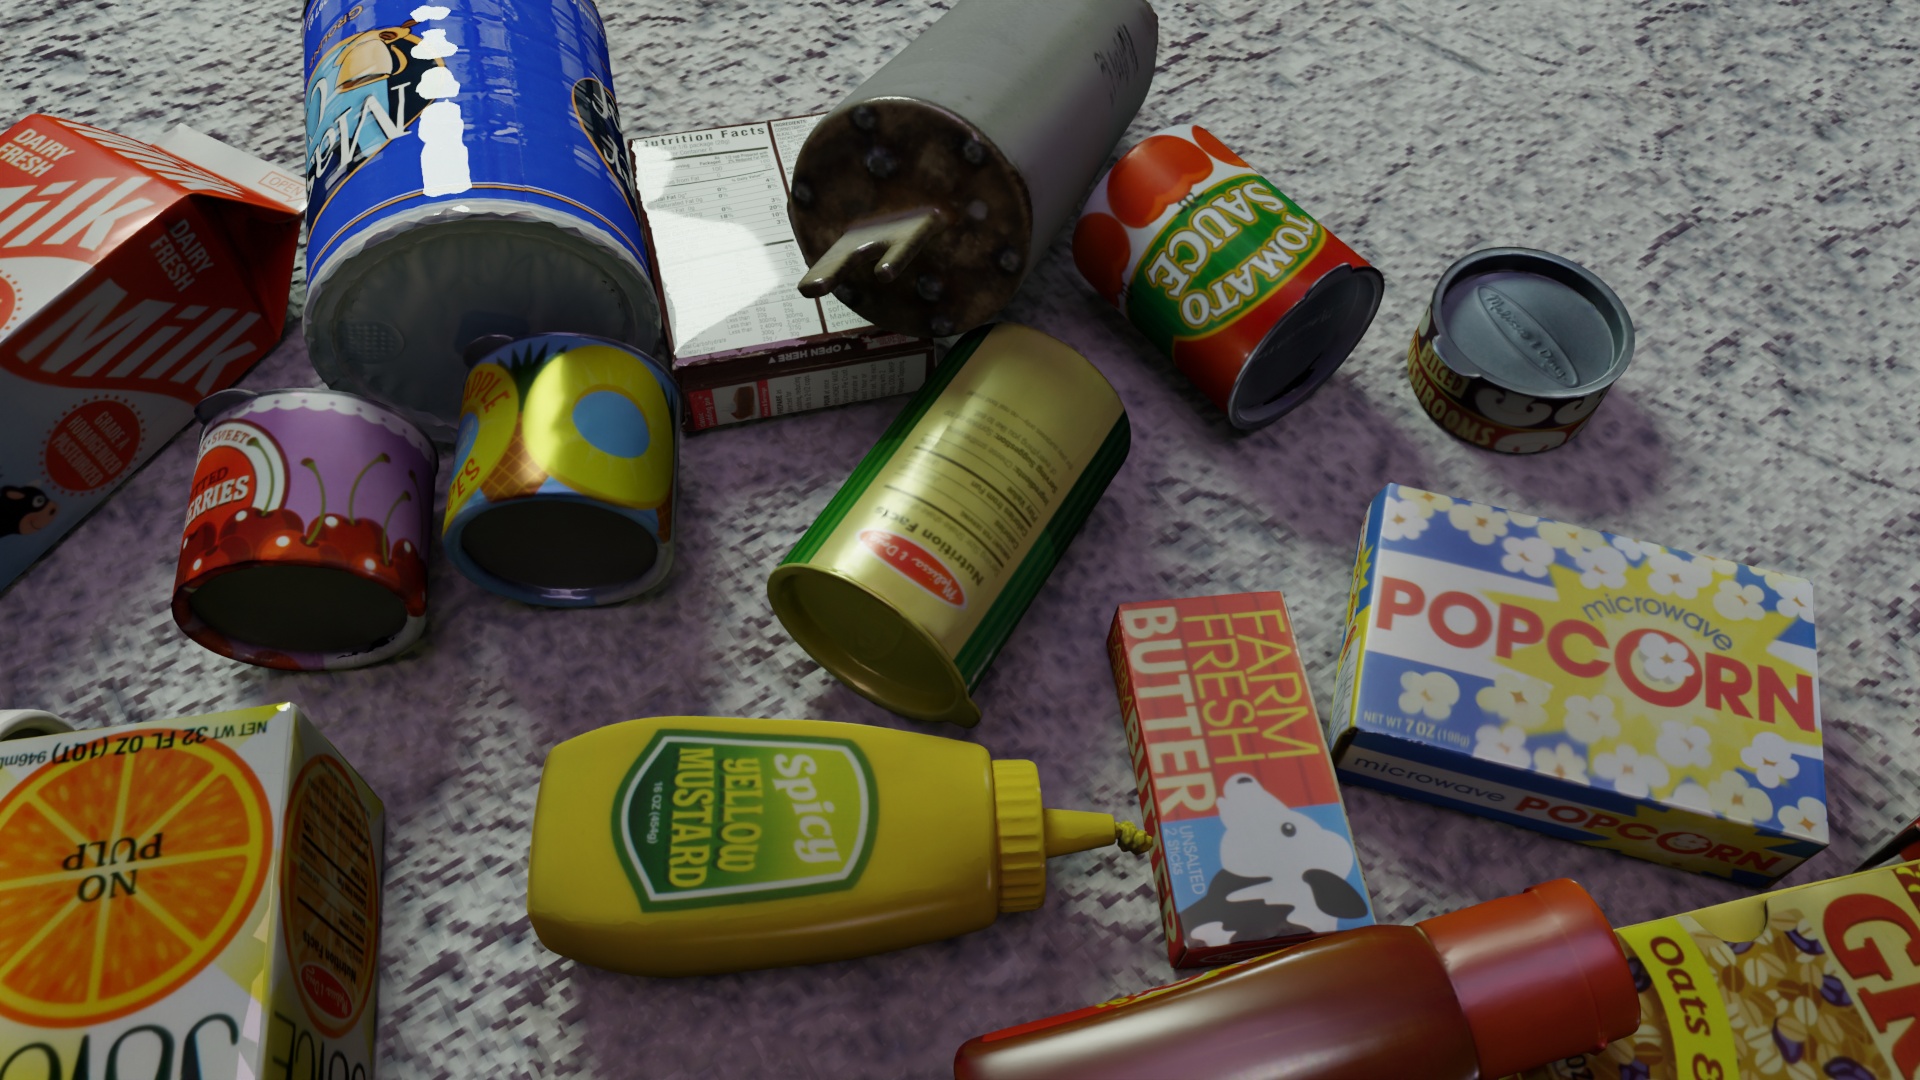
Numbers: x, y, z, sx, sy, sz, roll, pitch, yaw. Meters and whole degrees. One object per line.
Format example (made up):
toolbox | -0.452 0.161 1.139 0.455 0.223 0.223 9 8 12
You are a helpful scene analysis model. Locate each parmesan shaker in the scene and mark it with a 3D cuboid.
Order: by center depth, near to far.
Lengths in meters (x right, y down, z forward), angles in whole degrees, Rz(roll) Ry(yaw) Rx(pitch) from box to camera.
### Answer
parmesan shaker | 0.001 -0.005 0.412 0.071 0.071 0.103 27 60 15

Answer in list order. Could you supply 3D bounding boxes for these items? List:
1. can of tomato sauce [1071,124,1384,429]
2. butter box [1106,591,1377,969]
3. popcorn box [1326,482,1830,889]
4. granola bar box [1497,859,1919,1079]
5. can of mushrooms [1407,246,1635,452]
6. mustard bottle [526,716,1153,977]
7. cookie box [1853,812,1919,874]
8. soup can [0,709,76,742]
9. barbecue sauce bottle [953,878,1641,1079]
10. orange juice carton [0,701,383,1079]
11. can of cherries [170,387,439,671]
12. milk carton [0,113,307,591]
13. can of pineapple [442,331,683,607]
can of tomato sauce | 0.087 -0.090 0.464 0.071 0.070 0.083 -31 63 -19
butter box | 0.076 0.065 0.392 0.053 0.024 0.104 -5 58 -5
popcorn box | 0.175 0.040 0.402 0.127 0.038 0.085 14 58 7
granola bar box | 0.210 0.168 0.321 0.124 0.039 0.166 -10 58 -8
can of mushrooms | 0.187 -0.064 0.471 0.071 0.033 0.071 1 58 -1
mustard bottle | -0.029 0.078 0.366 0.160 0.048 0.065 -2 59 -3
cookie box | 0.346 0.113 0.358 0.123 0.040 0.168 -29 63 -18
soup can | -0.277 0.079 0.351 0.084 0.071 0.071 -1 58 -3
barbecue sauce bottle | 0.076 0.117 0.320 0.148 0.064 0.044 -18 59 2
orange juice carton | -0.179 0.140 0.309 0.072 0.072 0.193 -8 59 -6
can of cherries | -0.190 -0.002 0.401 0.071 0.071 0.058 -6 59 -5
milk carton | -0.292 -0.064 0.436 0.072 0.073 0.191 25 60 14
can of pineapple | -0.119 -0.020 0.416 0.071 0.070 0.058 -3 58 -3
